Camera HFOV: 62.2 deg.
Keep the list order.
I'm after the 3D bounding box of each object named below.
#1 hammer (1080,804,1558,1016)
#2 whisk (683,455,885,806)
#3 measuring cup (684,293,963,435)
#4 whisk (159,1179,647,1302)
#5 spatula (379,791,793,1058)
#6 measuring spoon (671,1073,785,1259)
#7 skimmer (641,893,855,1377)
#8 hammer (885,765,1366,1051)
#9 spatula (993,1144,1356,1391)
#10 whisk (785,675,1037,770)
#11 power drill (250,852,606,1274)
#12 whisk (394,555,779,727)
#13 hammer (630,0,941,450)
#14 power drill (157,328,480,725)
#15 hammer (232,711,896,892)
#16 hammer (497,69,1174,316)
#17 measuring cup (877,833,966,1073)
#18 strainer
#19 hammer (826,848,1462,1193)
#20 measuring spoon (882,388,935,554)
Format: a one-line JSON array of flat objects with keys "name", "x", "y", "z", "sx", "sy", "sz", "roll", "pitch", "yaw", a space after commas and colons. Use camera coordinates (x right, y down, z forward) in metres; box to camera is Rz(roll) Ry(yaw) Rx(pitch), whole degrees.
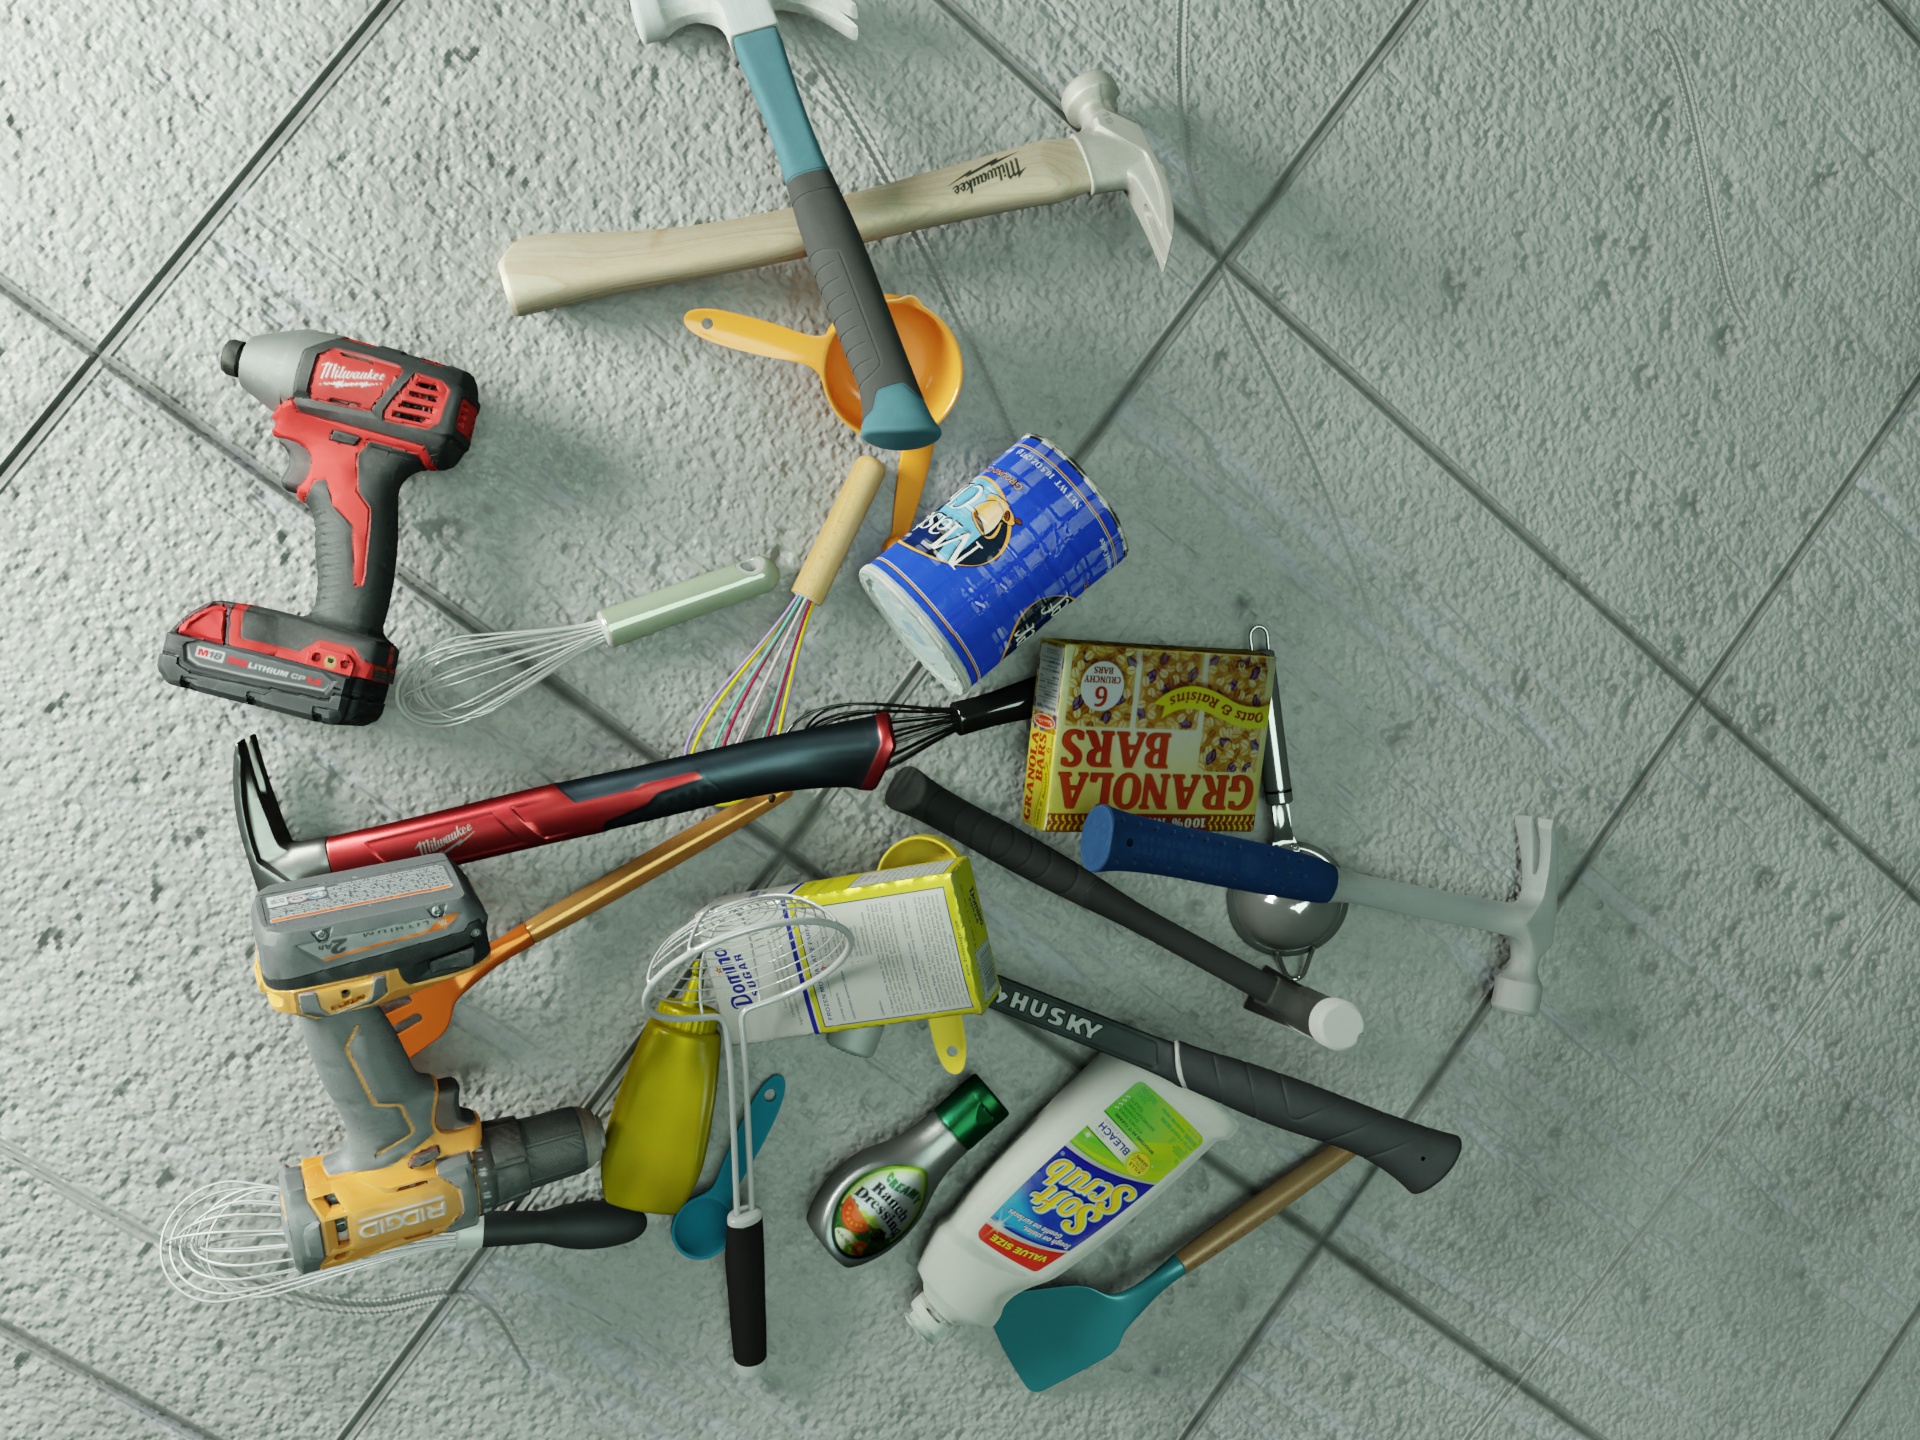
[{"name": "hammer", "x": 0.259, "y": 0.106, "z": 1.079, "sx": 0.405, "sy": 0.035, "sz": 0.144, "roll": 13, "pitch": 86, "yaw": -28}, {"name": "whisk", "x": -0.104, "y": -0.057, "z": 1.014, "sx": 0.051, "sy": 0.047, "sz": 0.245, "roll": 33, "pitch": 80, "yaw": -49}, {"name": "measuring cup", "x": -0.086, "y": -0.232, "z": 0.993, "sx": 0.173, "sy": 0.052, "sz": 0.095, "roll": 12, "pitch": 109, "yaw": -12}, {"name": "whisk", "x": -0.336, "y": 0.315, "z": 0.982, "sx": 0.284, "sy": 0.070, "sz": 0.070, "roll": 4, "pitch": 94, "yaw": -20}, {"name": "spatula", "x": -0.250, "y": 0.119, "z": 1.003, "sx": 0.322, "sy": 0.041, "sz": 0.081, "roll": -29, "pitch": 101, "yaw": -15}, {"name": "measuring spoon", "x": -0.151, "y": 0.291, "z": 1.048, "sx": 0.042, "sy": 0.021, "sz": 0.129, "roll": 32, "pitch": 77, "yaw": -22}, {"name": "skimmer", "x": -0.125, "y": 0.268, "z": 0.972, "sx": 0.127, "sy": 0.090, "sz": 0.363, "roll": -9, "pitch": 111, "yaw": -25}, {"name": "hammer", "x": 0.101, "y": 0.122, "z": 1.056, "sx": 0.334, "sy": 0.146, "sz": 0.035, "roll": 29, "pitch": 85, "yaw": -4}, {"name": "spatula", "x": 0.171, "y": 0.367, "z": 1.133, "sx": 0.317, "sy": 0.044, "sz": 0.082, "roll": -28, "pitch": 101, "yaw": -15}, {"name": "whisk", "x": -0.002, "y": -0.004, "z": 1.045, "sx": 0.239, "sy": 0.055, "sz": 0.055, "roll": -15, "pitch": 98, "yaw": -17}, {"name": "power drill", "x": -0.304, "y": 0.196, "z": 0.918, "sx": 0.185, "sy": 0.084, "sz": 0.226, "roll": -10, "pitch": 111, "yaw": -26}, {"name": "whisk", "x": -0.227, "y": -0.053, "z": 0.985, "sx": 0.246, "sy": 0.058, "sz": 0.059, "roll": -21, "pitch": 134, "yaw": -15}, {"name": "hammer", "x": -0.086, "y": -0.307, "z": 0.939, "sx": 0.128, "sy": 0.033, "sz": 0.331, "roll": -19, "pitch": 78, "yaw": -7}, {"name": "power drill", "x": -0.375, "y": -0.115, "z": 0.919, "sx": 0.143, "sy": 0.078, "sz": 0.220, "roll": 15, "pitch": 87, "yaw": -7}, {"name": "hammer", "x": -0.231, "y": 0.037, "z": 0.952, "sx": 0.386, "sy": 0.038, "sz": 0.143, "roll": -13, "pitch": 101, "yaw": -2}, {"name": "hammer", "x": -0.073, "y": -0.300, "z": 0.978, "sx": 0.410, "sy": 0.038, "sz": 0.146, "roll": -15, "pitch": 66, "yaw": -9}, {"name": "measuring cup", "x": -0.015, "y": 0.149, "z": 1.024, "sx": 0.062, "sy": 0.029, "sz": 0.156, "roll": -9, "pitch": 96, "yaw": 10}, {"name": "strainer", "x": 0.222, "y": 0.061, "z": 1.112, "sx": 0.087, "sy": 0.050, "sz": 0.258, "roll": -8, "pitch": 93, "yaw": 1}, {"name": "hammer", "x": 0.126, "y": 0.212, "z": 1.038, "sx": 0.409, "sy": 0.036, "sz": 0.149, "roll": 20, "pitch": 86, "yaw": 4}, {"name": "measuring spoon", "x": -0.031, "y": -0.159, "z": 1.039, "sx": 0.021, "sy": 0.011, "sz": 0.117, "roll": 12, "pitch": 92, "yaw": -15}]
